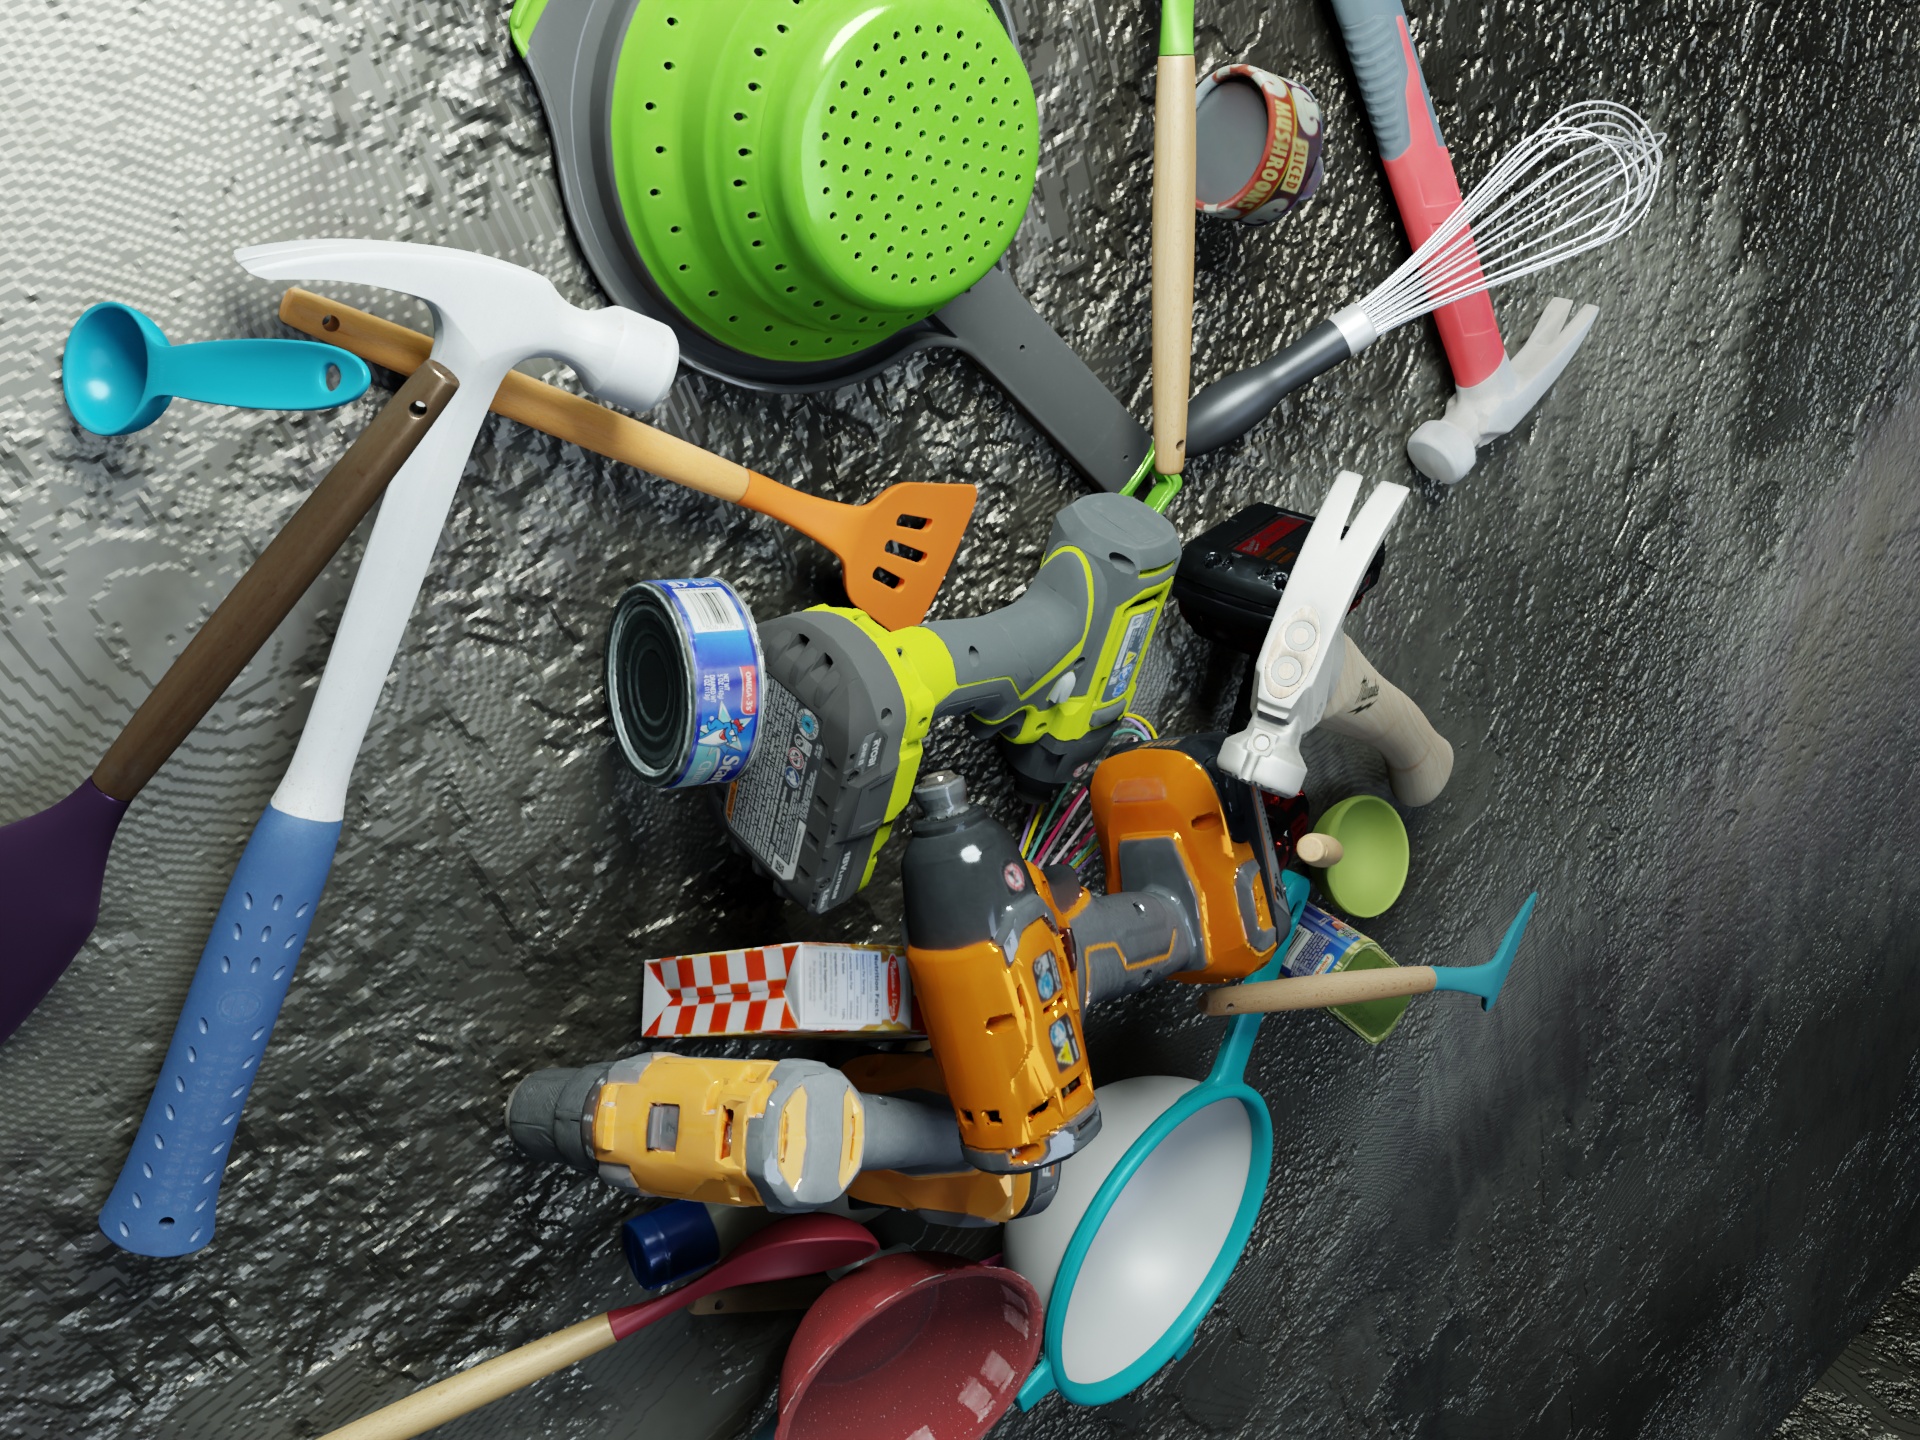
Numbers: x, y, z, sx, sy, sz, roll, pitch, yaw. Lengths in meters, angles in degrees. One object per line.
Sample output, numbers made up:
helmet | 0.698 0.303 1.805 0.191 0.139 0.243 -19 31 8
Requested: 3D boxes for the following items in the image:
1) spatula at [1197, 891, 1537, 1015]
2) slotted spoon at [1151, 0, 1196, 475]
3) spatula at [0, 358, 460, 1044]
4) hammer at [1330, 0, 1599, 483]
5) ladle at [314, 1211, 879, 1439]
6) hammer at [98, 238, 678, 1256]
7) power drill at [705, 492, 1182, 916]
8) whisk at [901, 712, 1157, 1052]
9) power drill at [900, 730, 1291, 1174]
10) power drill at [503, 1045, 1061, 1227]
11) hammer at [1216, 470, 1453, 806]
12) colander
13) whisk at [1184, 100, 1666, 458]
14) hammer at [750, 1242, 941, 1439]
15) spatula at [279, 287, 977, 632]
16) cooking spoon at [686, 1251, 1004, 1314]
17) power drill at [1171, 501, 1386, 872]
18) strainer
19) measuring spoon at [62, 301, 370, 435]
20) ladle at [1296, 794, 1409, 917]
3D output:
spatula | 0.258 0.155 0.966 0.317 0.044 0.082 2 112 -35
slotted spoon | 0.096 -0.263 0.696 0.070 0.031 0.313 -17 116 -35
spatula | -0.269 0.002 0.527 0.059 0.018 0.316 38 102 -28
hammer | 0.242 -0.302 0.816 0.143 0.038 0.385 -47 133 -11
ladle | -0.190 0.300 0.755 0.315 0.031 0.069 -20 150 -14
hammer | -0.242 0.022 0.582 0.144 0.035 0.405 15 106 -36
power drill | -0.001 -0.002 0.732 0.223 0.080 0.171 -22 141 -40
whisk | 0.035 0.103 0.862 0.047 0.051 0.245 26 98 -50
power drill | 0.058 0.077 0.715 0.226 0.084 0.164 -26 104 -50
power drill | -0.080 0.189 0.739 0.226 0.185 0.084 20 69 -51
hammer | 0.232 -0.012 0.870 0.410 0.038 0.146 19 93 -65
colander | 0.009 -0.181 0.651 0.396 0.095 0.204 36 88 -44
whisk | 0.223 -0.213 0.796 0.284 0.070 0.070 -32 133 5
hammer | -0.126 0.431 0.897 0.331 0.033 0.128 -50 133 -1
spatula | -0.114 -0.105 0.645 0.322 0.041 0.081 18 101 -39
cooking spoon | -0.030 0.337 0.950 0.318 0.017 0.069 15 94 -43
power drill | 0.155 0.005 0.861 0.143 0.079 0.219 -32 136 -50
strainer | 0.115 0.239 0.967 0.210 0.095 0.340 14 98 -51
measuring spoon | -0.226 -0.106 0.491 0.021 0.129 0.042 -5 101 -66
ladle | 0.220 0.075 0.896 0.320 0.062 0.078 18 77 -73
